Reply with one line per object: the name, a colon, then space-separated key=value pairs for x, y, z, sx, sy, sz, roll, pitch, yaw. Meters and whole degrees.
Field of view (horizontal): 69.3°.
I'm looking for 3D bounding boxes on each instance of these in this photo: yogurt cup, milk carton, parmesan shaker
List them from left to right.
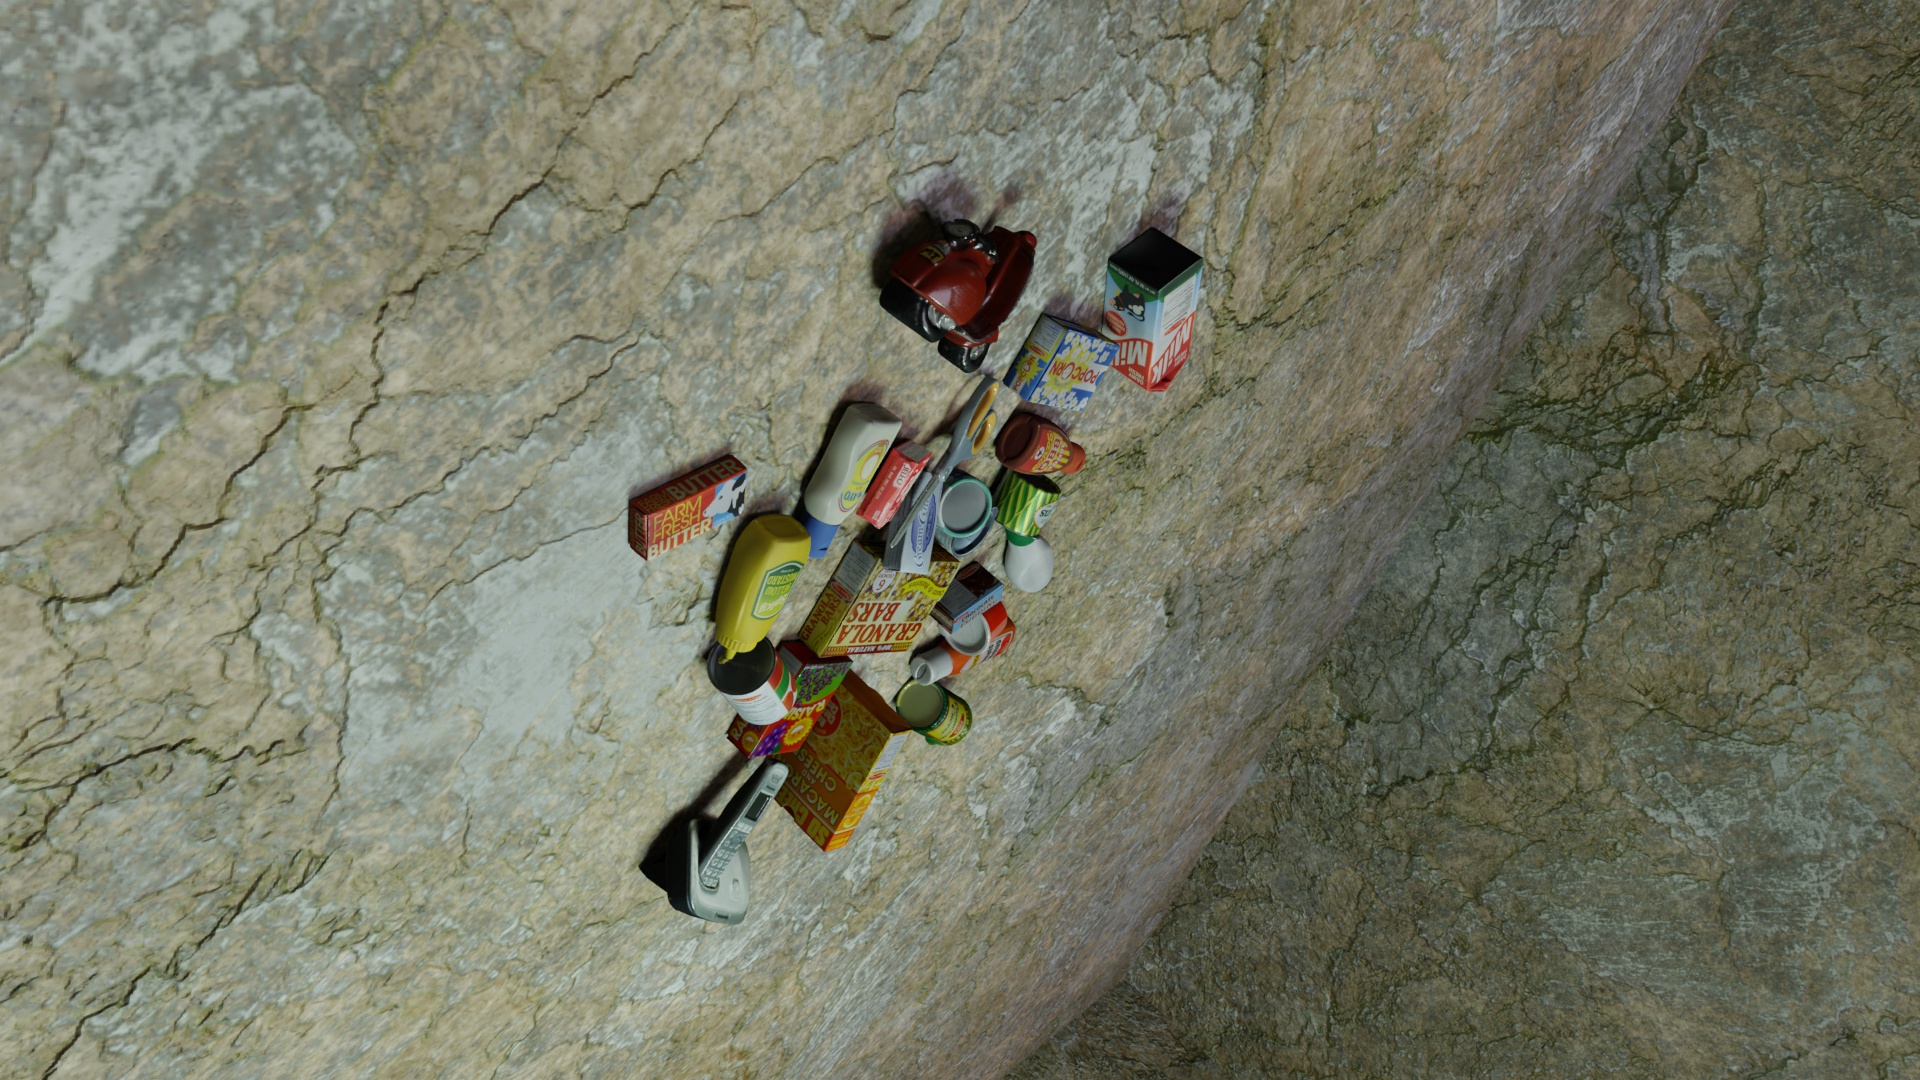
parmesan shaker: x=-0.034 y=0.214 z=1.706 sx=0.071 sy=0.071 sz=0.103 roll=-50 pitch=154 yaw=-2
yogurt cup: x=0.019 y=0.095 z=1.644 sx=0.054 sy=0.072 sz=0.072 roll=-33 pitch=150 yaw=-49
milk carton: x=0.203 y=-0.234 z=1.502 sx=0.074 sy=0.072 sz=0.189 roll=-39 pitch=151 yaw=-24

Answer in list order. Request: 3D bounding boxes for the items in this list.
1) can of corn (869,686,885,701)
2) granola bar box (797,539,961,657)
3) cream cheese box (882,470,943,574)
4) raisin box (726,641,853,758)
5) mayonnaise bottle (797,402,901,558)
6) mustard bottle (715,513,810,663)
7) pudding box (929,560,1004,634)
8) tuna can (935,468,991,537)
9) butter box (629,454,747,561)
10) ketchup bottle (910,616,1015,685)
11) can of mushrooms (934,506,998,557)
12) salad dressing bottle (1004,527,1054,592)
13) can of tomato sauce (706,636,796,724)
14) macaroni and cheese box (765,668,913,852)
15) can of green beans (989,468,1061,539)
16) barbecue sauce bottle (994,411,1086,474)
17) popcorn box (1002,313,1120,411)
can of corn: x=-0.120 y=0.200 z=1.552 sx=0.071 sy=0.071 sz=0.058 roll=-24 pitch=143 yaw=-43
granola bar box: x=-0.081 y=0.061 z=1.461 sx=0.124 sy=0.039 sz=0.166 roll=-58 pitch=153 yaw=15
cream cheese box: x=-0.047 y=-0.019 z=1.385 sx=0.053 sy=0.024 sz=0.103 roll=8 pitch=92 yaw=-59
raisin box: x=-0.176 y=0.163 z=1.435 sx=0.123 sy=0.040 sz=0.086 roll=-58 pitch=154 yaw=15
mayonnaise bottle: x=-0.109 y=-0.054 z=1.262 sx=0.065 sy=0.041 sz=0.147 roll=-11 pitch=133 yaw=-62
mustard bottle: x=-0.188 y=0.052 z=1.262 sx=0.065 sy=0.049 sz=0.159 roll=-10 pitch=133 yaw=-50
pudding box: x=0.004 y=0.065 z=1.594 sx=0.084 sy=0.050 sz=0.030 roll=-34 pitch=151 yaw=-32
tuna can: x=-0.001 y=-0.038 z=1.437 sx=0.071 sy=0.033 sz=0.070 roll=-12 pitch=114 yaw=-28
butter box: x=-0.221 y=-0.027 z=1.133 sx=0.104 sy=0.024 sz=0.052 roll=-30 pitch=148 yaw=-37
ketchup bottle: x=0.001 y=0.134 z=1.687 sx=0.149 sy=0.043 sz=0.064 roll=-22 pitch=151 yaw=-45
can of mushrooms: x=0.005 y=-0.019 z=1.505 sx=0.071 sy=0.033 sz=0.070 roll=-38 pitch=151 yaw=-26
salad dressing bottle: x=0.078 y=0.009 z=1.650 sx=0.064 sy=0.044 sz=0.147 roll=-42 pitch=152 yaw=-14
can of tomato sauce: x=-0.198 y=0.130 z=1.332 sx=0.071 sy=0.071 sz=0.082 roll=-44 pitch=154 yaw=-14
macaroni and cheese box: x=-0.139 y=0.230 z=1.489 sx=0.040 sy=0.124 sz=0.166 roll=0 pitch=125 yaw=-55
can of green beans: x=0.070 y=-0.045 z=1.539 sx=0.071 sy=0.071 sz=0.057 roll=-3 pitch=126 yaw=-57
barbecue sauce bottle: x=0.093 y=-0.101 z=1.530 sx=0.064 sy=0.044 sz=0.148 roll=-58 pitch=154 yaw=11
popcorn box: x=0.107 y=-0.184 z=1.449 sx=0.127 sy=0.038 sz=0.085 roll=1 pitch=122 yaw=-59
